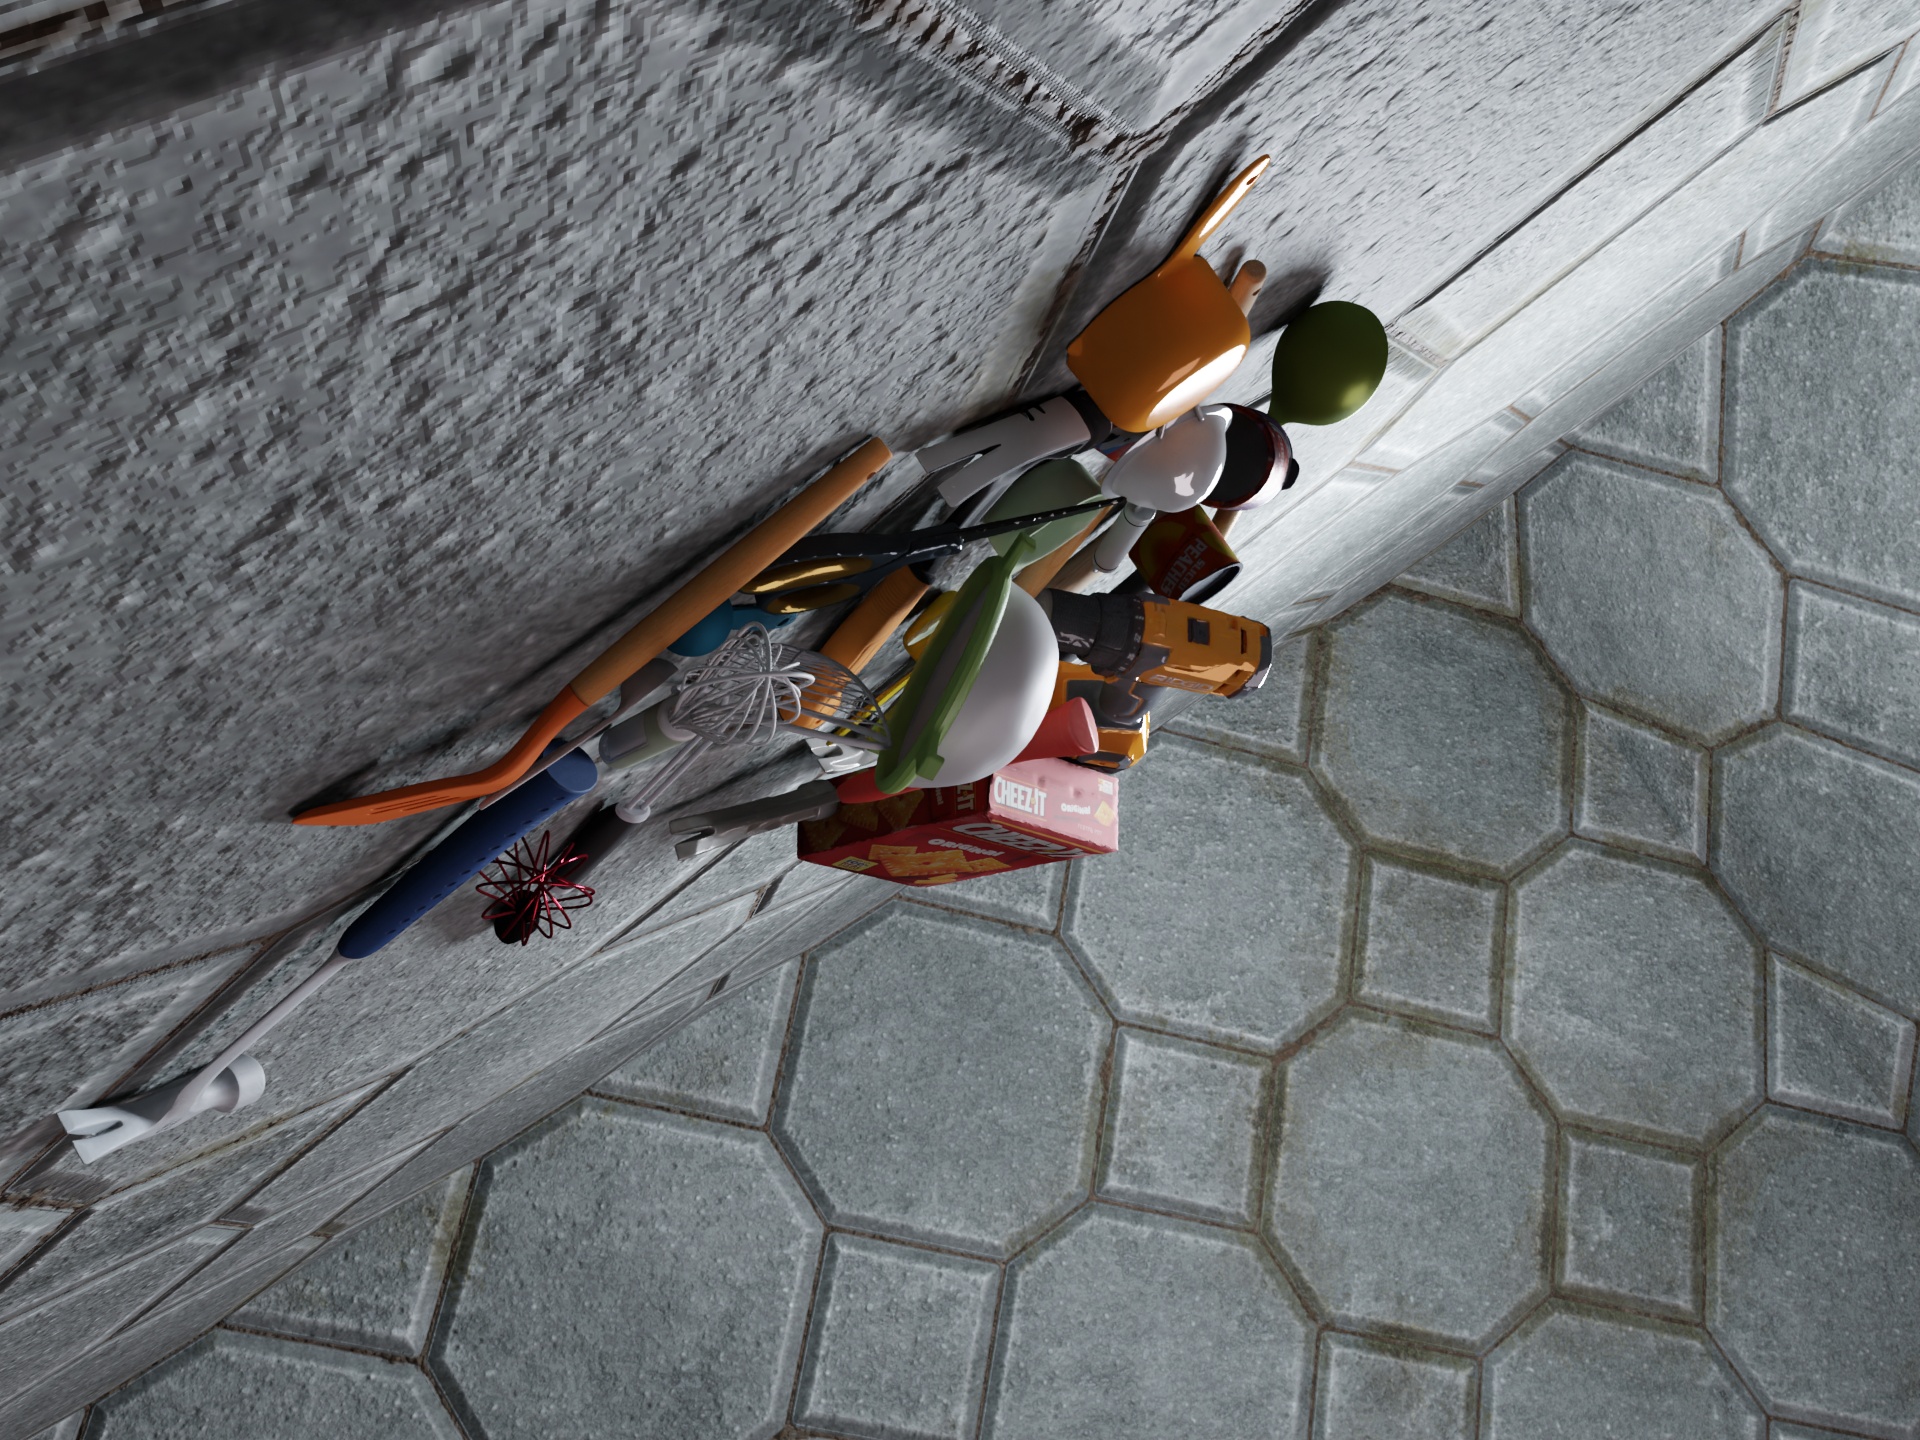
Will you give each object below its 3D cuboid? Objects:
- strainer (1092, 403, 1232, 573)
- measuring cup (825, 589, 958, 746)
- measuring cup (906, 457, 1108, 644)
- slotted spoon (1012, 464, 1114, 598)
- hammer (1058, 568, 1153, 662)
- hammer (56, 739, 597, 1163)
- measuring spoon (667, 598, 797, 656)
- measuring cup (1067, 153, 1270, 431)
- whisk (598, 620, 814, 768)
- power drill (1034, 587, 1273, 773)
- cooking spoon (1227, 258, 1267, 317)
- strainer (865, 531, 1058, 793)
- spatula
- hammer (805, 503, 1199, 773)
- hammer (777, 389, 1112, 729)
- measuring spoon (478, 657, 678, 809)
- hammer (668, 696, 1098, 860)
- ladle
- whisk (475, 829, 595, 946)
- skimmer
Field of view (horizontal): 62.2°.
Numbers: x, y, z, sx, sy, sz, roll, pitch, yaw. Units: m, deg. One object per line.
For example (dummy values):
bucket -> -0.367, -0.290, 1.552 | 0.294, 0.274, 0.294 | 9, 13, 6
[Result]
strainer -> 0.114, -0.131, 0.975 | 0.087, 0.050, 0.258 | -26, 172, -12
measuring cup -> -0.045, -0.037, 1.068 | 0.156, 0.029, 0.062 | -43, 177, -33
measuring cup -> 0.018, -0.106, 0.996 | 0.167, 0.038, 0.083 | -36, 171, 28
slotted spoon -> 0.031, -0.074, 1.077 | 0.313, 0.031, 0.070 | -49, 179, 36
hammer -> 0.063, -0.040, 1.363 | 0.331, 0.033, 0.128 | -41, -178, 22
hammer -> -0.363, 0.140, 0.927 | 0.405, 0.035, 0.144 | -37, 171, 21
measuring spoon -> -0.116, -0.048, 0.854 | 0.042, 0.021, 0.128 | -37, 170, 20
measuring cup -> 0.118, -0.201, 0.773 | 0.095, 0.052, 0.173 | -30, 173, -27
whisk -> -0.141, -0.002, 0.810 | 0.059, 0.058, 0.246 | -3, 172, -30
power drill -> 0.100, -0.034, 1.196 | 0.185, 0.084, 0.226 | 10, 159, -19
cooking spoon -> 0.140, -0.201, 0.986 | 0.069, 0.017, 0.318 | -31, 172, -11
strainer -> -0.002, -0.003, 0.963 | 0.151, 0.069, 0.256 | -67, -171, -18
spatula -> -0.166, -0.035, 0.749 | 0.322, 0.041, 0.081 | -39, 173, 2
hammer -> 0.052, -0.085, 1.241 | 0.410, 0.038, 0.146 | -38, 169, 24
hammer -> -0.040, -0.075, 0.952 | 0.127, 0.034, 0.336 | -28, 170, -38
measuring spoon -> -0.196, 0.004, 0.808 | 0.124, 0.018, 0.034 | -39, -173, -25
hammer -> -0.049, 0.042, 1.110 | 0.149, 0.037, 0.359 | -15, 179, -45
ladle -> 0.217, -0.181, 1.115 | 0.062, 0.078, 0.320 | -8, 160, -9
whisk -> -0.289, 0.121, 1.054 | 0.073, 0.073, 0.296 | -30, 178, -23
skimmer -> -0.175, 0.055, 0.983 | 0.127, 0.090, 0.363 | 12, 145, -35
